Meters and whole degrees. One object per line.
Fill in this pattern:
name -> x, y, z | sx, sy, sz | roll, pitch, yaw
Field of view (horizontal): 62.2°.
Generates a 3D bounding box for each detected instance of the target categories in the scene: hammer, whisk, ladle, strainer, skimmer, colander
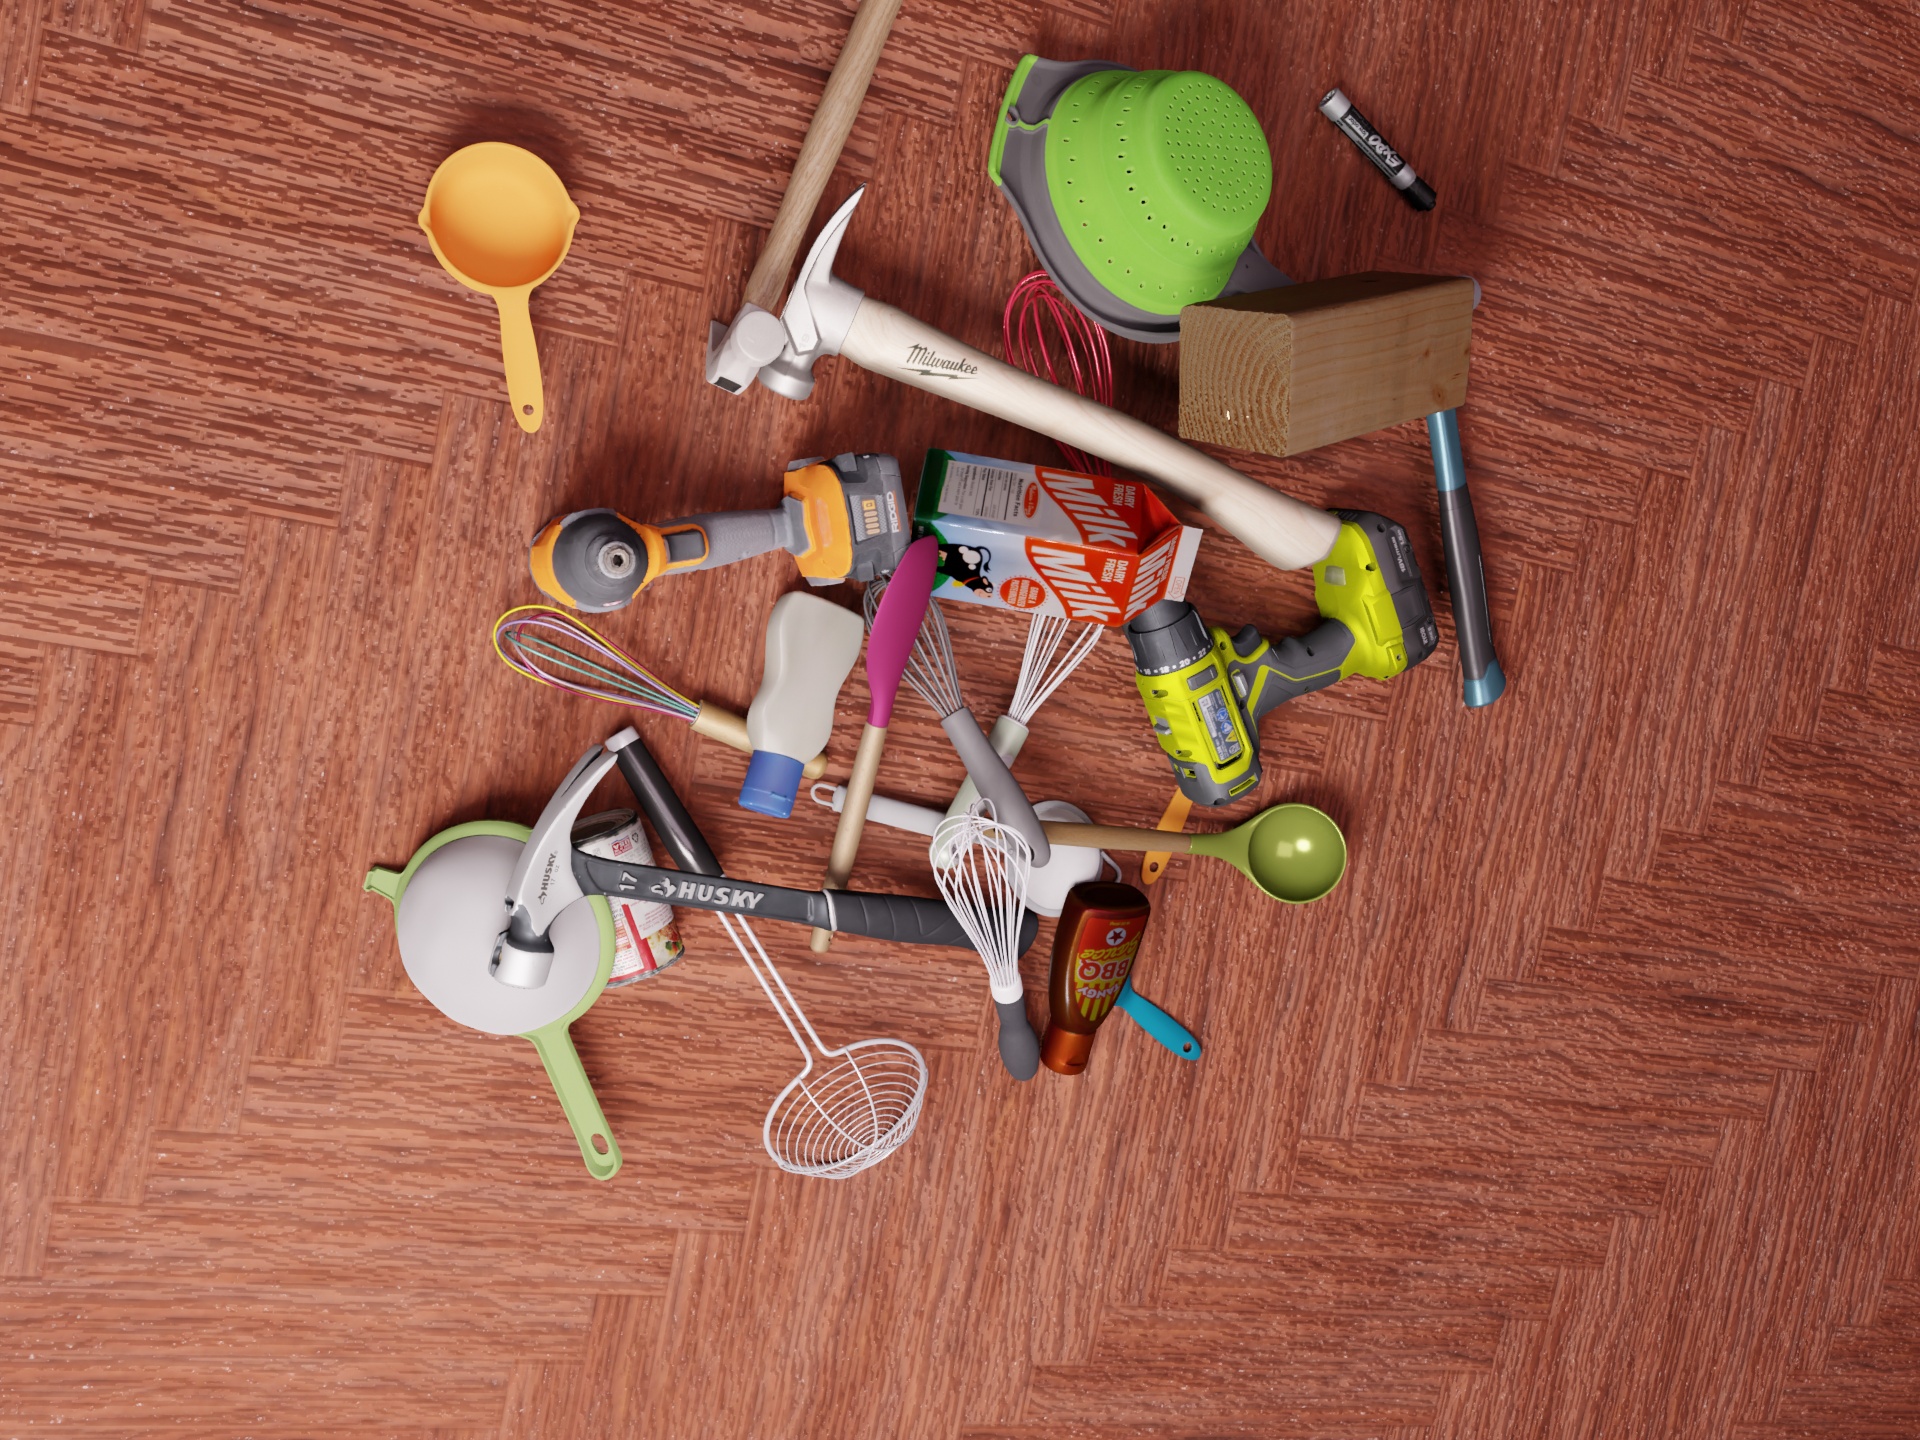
hammer -> 0.388, -0.171, 1.246 | 0.128, 0.033, 0.331 | -29, 112, -40
hammer -> -0.093, -0.363, 1.030 | 0.031, 0.130, 0.331 | 24, 78, -20
whisk -> 0.028, 0.166, 1.116 | 0.070, 0.070, 0.284 | -24, 132, -15
hammer -> 0.079, -0.213, 1.077 | 0.410, 0.038, 0.146 | 22, 115, -11
ladle -> 0.153, 0.090, 1.172 | 0.320, 0.062, 0.078 | 7, 90, -31
whisk -> -0.001, -0.004, 1.097 | 0.055, 0.055, 0.239 | -29, 84, -14
hammer -> -0.104, 0.119, 1.059 | 0.408, 0.036, 0.149 | 14, 94, -39
strainer -> -0.282, 0.191, 1.014 | 0.151, 0.069, 0.256 | -18, 101, 14
whisk -> -0.196, -0.016, 1.068 | 0.244, 0.051, 0.047 | 25, 83, -24
whisk -> 0.043, -0.004, 1.136 | 0.057, 0.059, 0.246 | 39, 76, -47
whisk -> 0.098, -0.179, 1.145 | 0.073, 0.073, 0.295 | -26, 111, -15
skimmer -> -0.146, 0.164, 1.117 | 0.127, 0.090, 0.363 | -32, 96, -10
strainer -> 0.013, 0.084, 1.158 | 0.258, 0.050, 0.087 | 16, 76, -18
colander -> 0.208, -0.338, 1.117 | 0.396, 0.094, 0.205 | 25, 69, -28

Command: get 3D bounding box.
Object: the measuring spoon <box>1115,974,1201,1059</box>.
measuring spoon -> 0.145, 0.228, 1.232 | 0.128, 0.021, 0.042 | 40, 83, -18

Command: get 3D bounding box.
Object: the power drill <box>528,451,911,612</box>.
power drill -> -0.150, -0.115, 1.006 | 0.226, 0.164, 0.084 | -12, 100, -20

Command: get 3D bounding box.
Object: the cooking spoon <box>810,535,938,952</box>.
cooking spoon -> -0.062, 0.024, 1.077 | 0.017, 0.069, 0.318 | 25, 116, 19

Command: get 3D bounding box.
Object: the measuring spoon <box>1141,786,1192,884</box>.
measuring spoon -> 0.168, 0.074, 1.225 | 0.021, 0.011, 0.117 | 25, 88, -21

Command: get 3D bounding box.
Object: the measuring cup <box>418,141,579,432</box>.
measuring cup -> -0.284, -0.268, 0.997 | 0.095, 0.052, 0.173 | -9, 102, -18

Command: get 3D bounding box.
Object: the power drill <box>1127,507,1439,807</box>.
power drill -> 0.230, -0.068, 1.183 | 0.228, 0.080, 0.190 | -29, 110, -16
